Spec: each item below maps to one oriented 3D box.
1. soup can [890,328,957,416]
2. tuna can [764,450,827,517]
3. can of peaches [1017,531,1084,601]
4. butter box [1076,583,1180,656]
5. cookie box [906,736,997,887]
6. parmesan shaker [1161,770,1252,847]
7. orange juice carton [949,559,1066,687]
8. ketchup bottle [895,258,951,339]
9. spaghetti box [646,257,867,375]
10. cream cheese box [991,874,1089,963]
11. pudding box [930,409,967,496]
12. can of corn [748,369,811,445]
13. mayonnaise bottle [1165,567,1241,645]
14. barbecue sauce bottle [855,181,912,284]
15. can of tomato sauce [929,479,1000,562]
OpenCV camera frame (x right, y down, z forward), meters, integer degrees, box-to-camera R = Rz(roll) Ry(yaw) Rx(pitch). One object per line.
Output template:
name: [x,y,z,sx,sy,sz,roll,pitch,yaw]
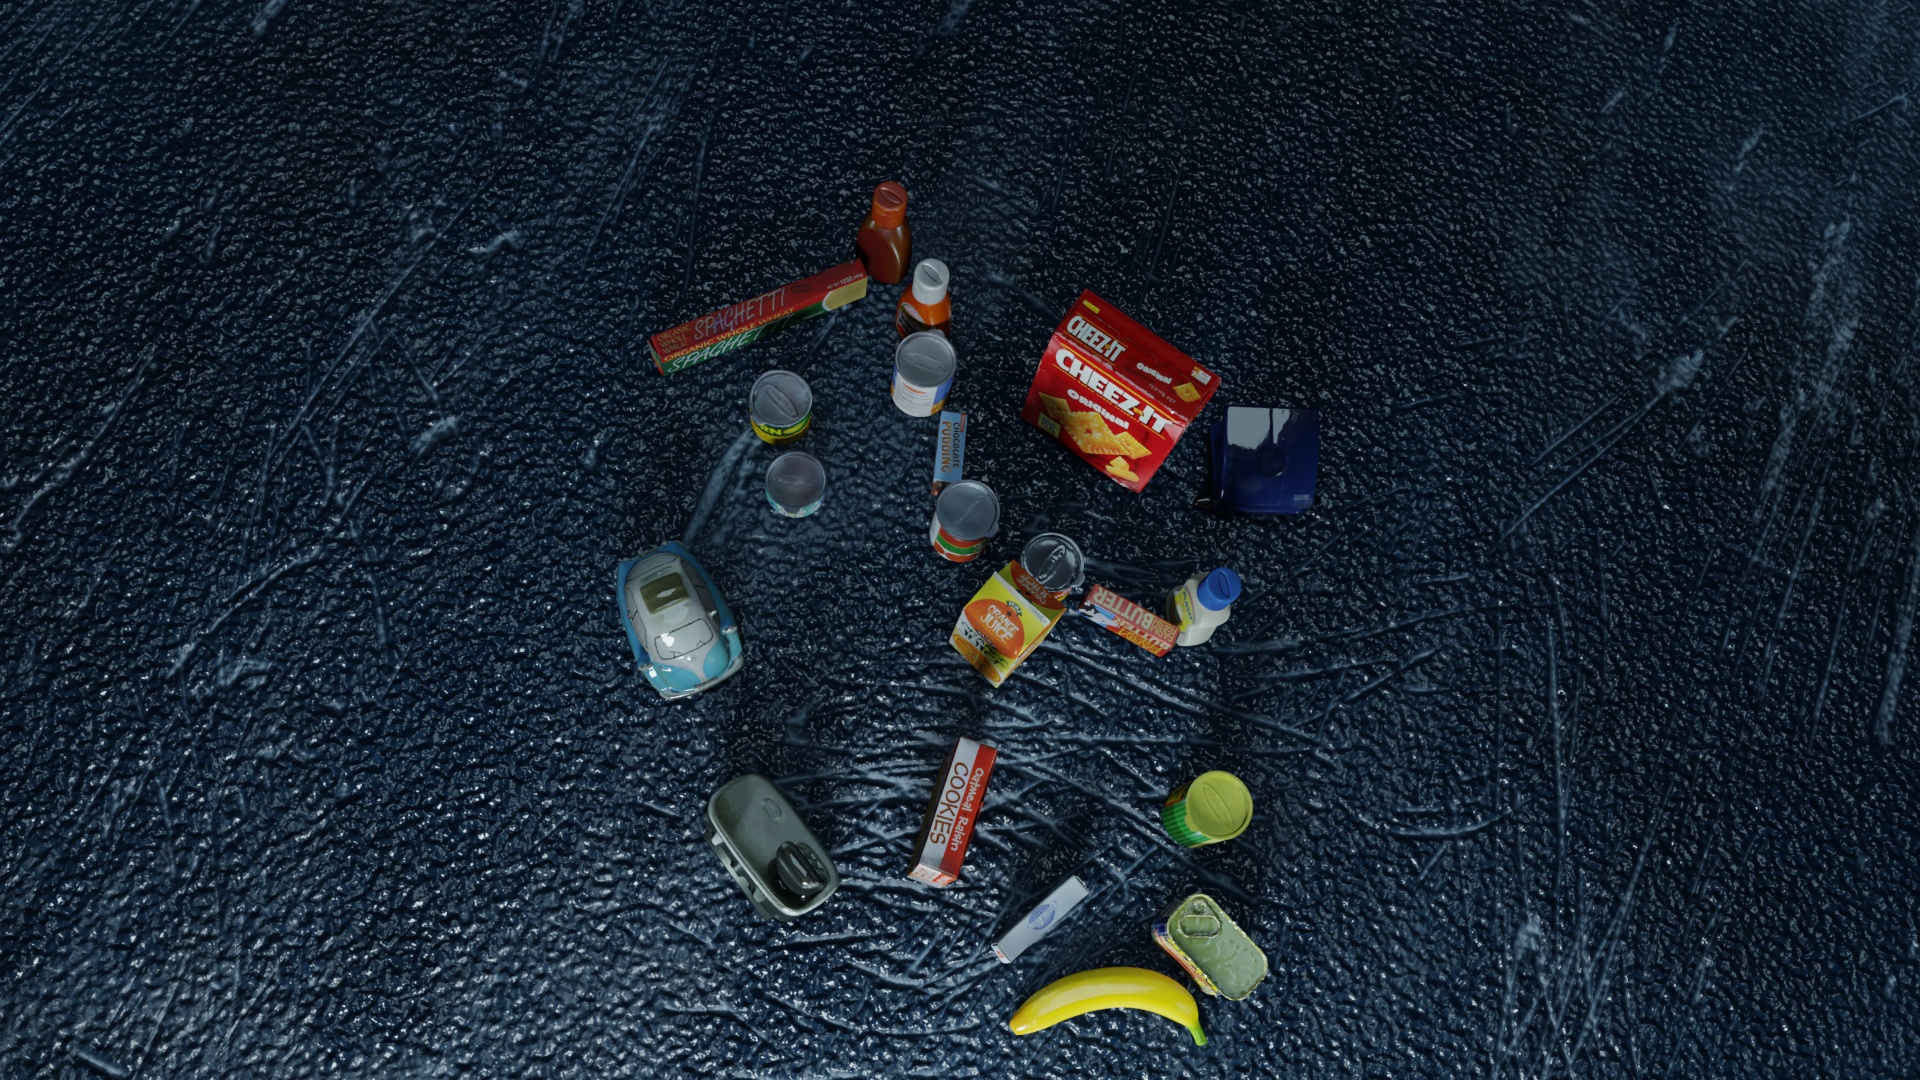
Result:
soup can: [-0.040,-0.182,1.507,0.071,0.083,0.071,2,73,-6]
tuna can: [-0.175,-0.057,1.478,0.071,0.032,0.071,2,72,-6]
can of peaches: [0.094,0.032,1.468,0.071,0.058,0.071,2,72,-6]
butter box: [0.177,0.084,1.464,0.103,0.053,0.024,28,72,3]
cookie box: [-0.009,0.262,1.325,0.040,0.167,0.123,19,72,-1]
parmesan shaker: [0.242,0.271,1.386,0.071,0.102,0.071,2,73,-6]
orange juice carton: [0.047,0.080,1.377,0.072,0.192,0.073,44,73,7]
ketchup bottle: [-0.037,-0.254,1.496,0.044,0.148,0.065,-42,82,-16]
spaghetti box: [-0.220,-0.246,1.524,0.251,0.050,0.029,-24,77,-13]
cream cheese box: [0.077,0.370,1.360,0.104,0.053,0.024,-38,80,-16]
pudding box: [-0.012,-0.093,1.500,0.030,0.049,0.084,7,72,-4]
can of corn: [-0.195,-0.140,1.489,0.071,0.058,0.071,2,72,-6]
mayonnaise bottle: [0.250,0.064,1.429,0.041,0.147,0.065,-9,74,-9]
barbecue sauce bottle: [-0.081,-0.337,1.518,0.065,0.148,0.044,34,72,5]
can of tomato sauce: [0.005,-0.018,1.461,0.071,0.083,0.071,2,73,-6]
